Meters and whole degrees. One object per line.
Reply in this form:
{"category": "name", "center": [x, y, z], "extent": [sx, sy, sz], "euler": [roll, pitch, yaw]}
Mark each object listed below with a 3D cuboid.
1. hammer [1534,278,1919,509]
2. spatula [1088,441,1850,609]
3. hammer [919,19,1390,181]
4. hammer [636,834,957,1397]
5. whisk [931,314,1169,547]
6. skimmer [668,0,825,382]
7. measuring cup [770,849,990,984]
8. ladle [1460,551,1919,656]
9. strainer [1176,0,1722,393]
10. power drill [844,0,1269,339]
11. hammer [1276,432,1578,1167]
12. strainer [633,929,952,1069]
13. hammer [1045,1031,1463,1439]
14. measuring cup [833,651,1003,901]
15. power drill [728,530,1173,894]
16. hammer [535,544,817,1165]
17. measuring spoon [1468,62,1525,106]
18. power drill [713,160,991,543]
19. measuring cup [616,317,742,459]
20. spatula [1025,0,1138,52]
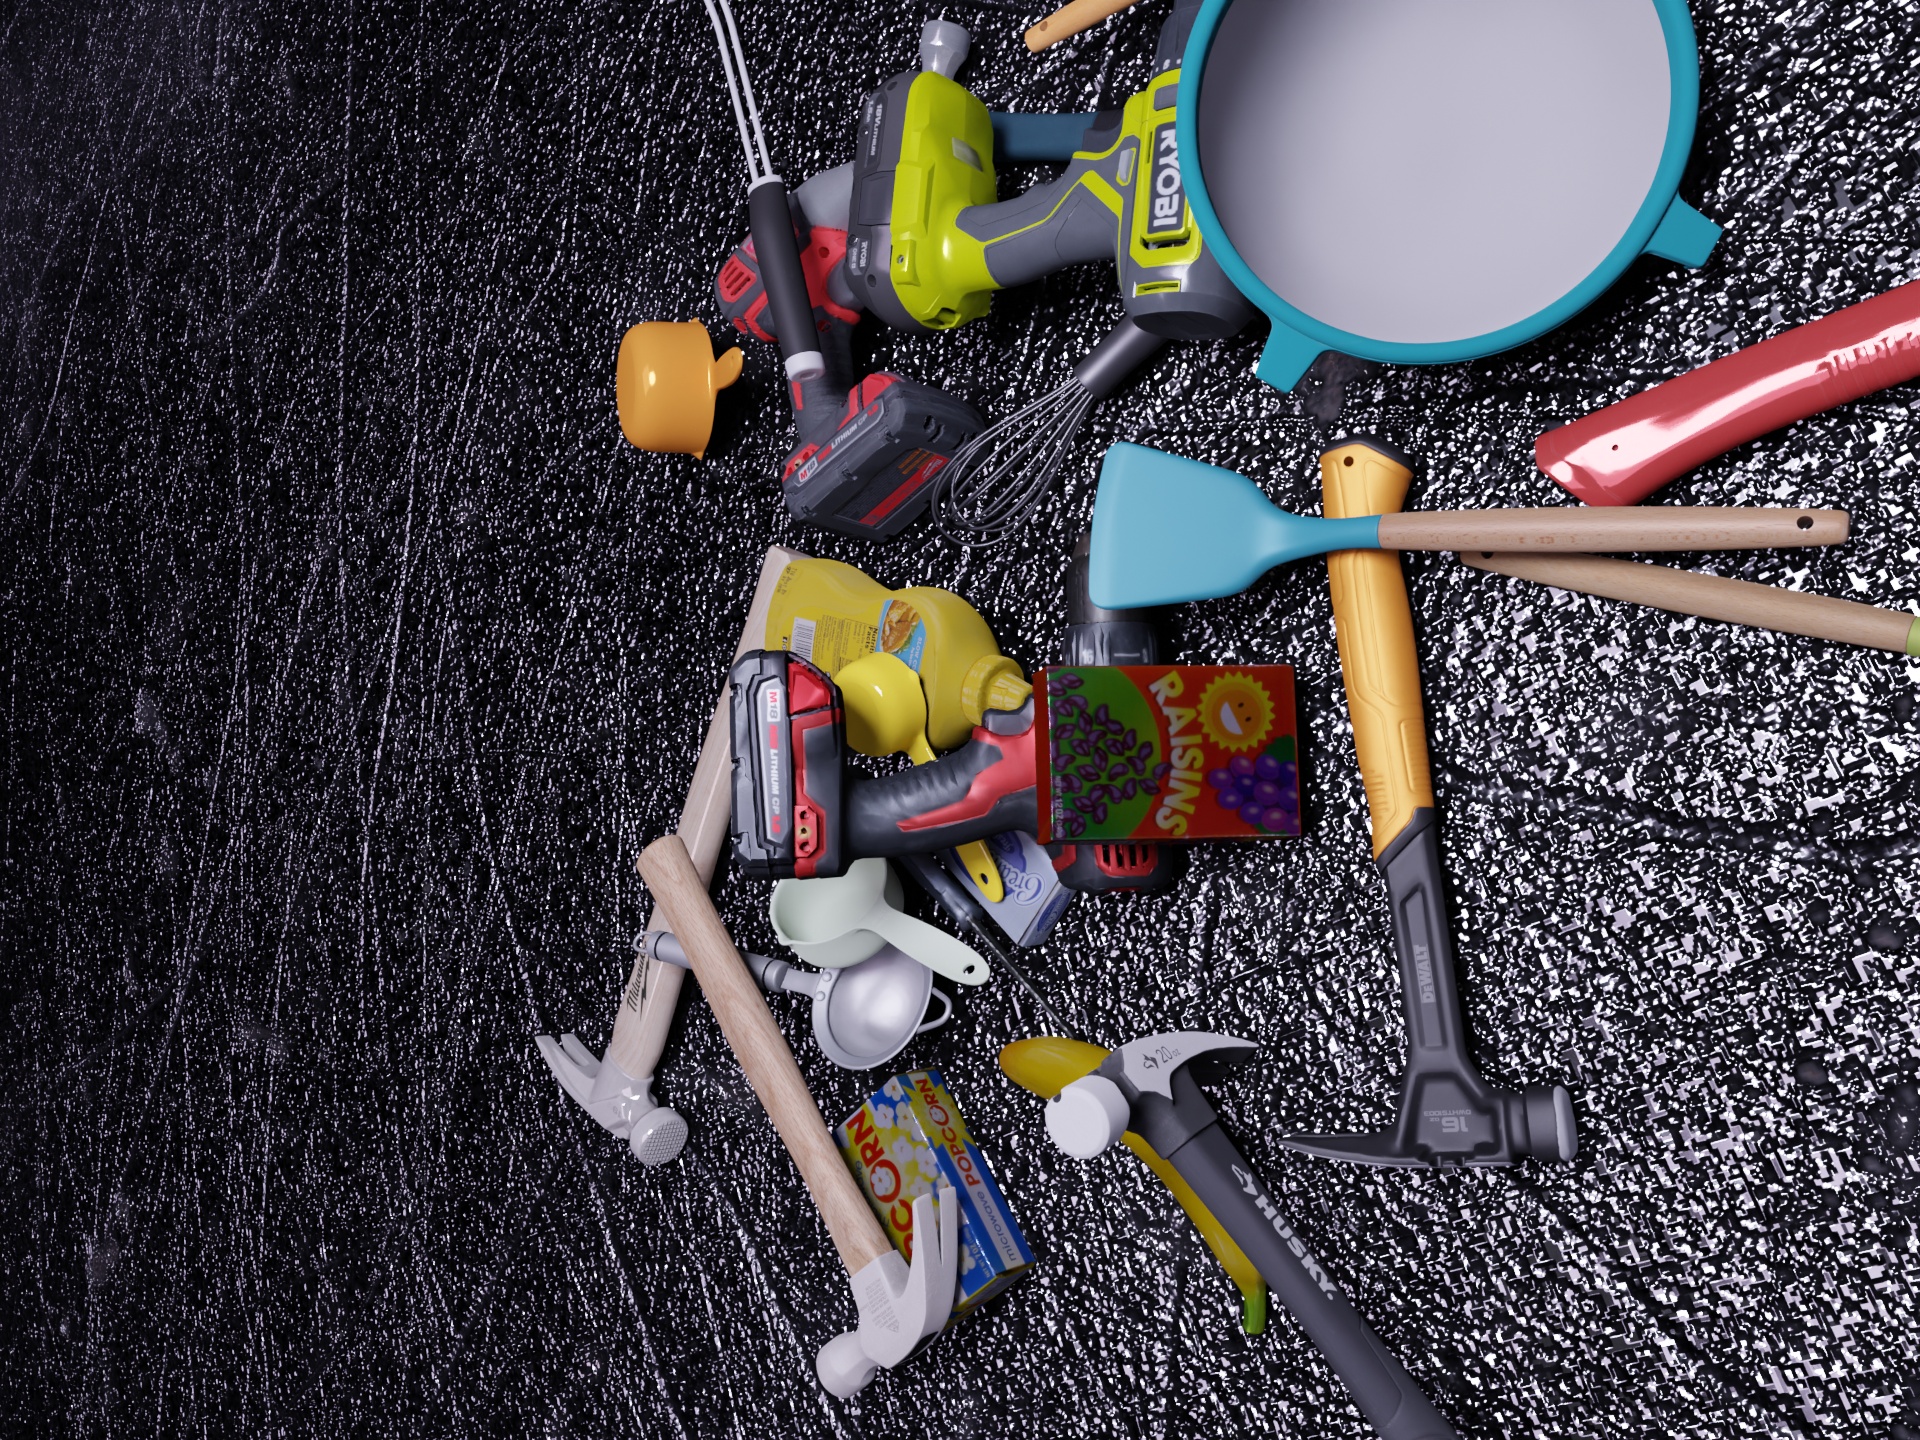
{"category": "hammer", "center": [0.390, -0.169, 0.590], "extent": [0.359, 0.036, 0.149], "euler": [-20, 73, 37]}
{"category": "spatula", "center": [0.205, -0.083, 0.692], "extent": [0.318, 0.044, 0.082], "euler": [4, 83, 35]}
{"category": "hammer", "center": [0.087, -0.319, 0.865], "extent": [0.331, 0.033, 0.128], "euler": [18, 97, 40]}
{"category": "hammer", "center": [-0.103, 0.206, 0.911], "extent": [0.130, 0.031, 0.332], "euler": [-46, 64, 31]}
{"category": "whisk", "center": [0.072, -0.181, 0.860], "extent": [0.239, 0.055, 0.055], "euler": [-42, 61, 24]}
{"category": "skimmer", "center": [-0.109, -0.372, 0.967], "extent": [0.127, 0.090, 0.363], "euler": [-22, 77, 38]}
{"category": "measuring cup", "center": [-0.038, 0.121, 0.897], "extent": [0.168, 0.038, 0.083], "euler": [22, 63, 42]}
{"category": "ladle", "center": [0.335, -0.042, 0.613], "extent": [0.320, 0.062, 0.078], "euler": [19, 91, 43]}
{"category": "strainer", "center": [0.185, -0.321, 0.699], "extent": [0.211, 0.095, 0.340], "euler": [-16, 92, 11]}
{"category": "power drill", "center": [0.055, -0.290, 0.819], "extent": [0.229, 0.080, 0.190], "euler": [5, 88, 37]}
{"category": "hammer", "center": [0.194, 0.032, 0.733], "extent": [0.127, 0.034, 0.337], "euler": [-10, 78, 29]}
{"category": "strainer", "center": [-0.102, 0.155, 0.959], "extent": [0.258, 0.050, 0.087], "euler": [8, 68, 33]}
{"category": "hammer", "center": [0.177, 0.278, 0.693], "extent": [0.035, 0.146, 0.335], "euler": [-48, 69, 27]}
{"category": "measuring cup", "center": [-0.024, 0.035, 0.874], "extent": [0.062, 0.029, 0.156], "euler": [-41, 74, 46]}
{"category": "power drill", "center": [-0.001, -0.003, 0.819], "extent": [0.226, 0.080, 0.188], "euler": [-1, 86, -1]}
{"category": "hammer", "center": [-0.180, 0.079, 1.056], "extent": [0.146, 0.038, 0.410], "euler": [29, 104, 40]}
{"category": "measuring spoon", "center": [0.217, -0.313, 0.767], "extent": [0.117, 0.011, 0.021], "euler": [28, 104, 39]}
{"category": "power drill", "center": [-0.069, -0.232, 0.966], "extent": [0.143, 0.078, 0.220], "euler": [-36, 61, 32]}
{"category": "measuring cup", "center": [-0.185, -0.222, 1.030], "extent": [0.174, 0.052, 0.095], "euler": [-172, 80, -68]}
{"category": "spatula", "center": [0.169, -0.405, 0.791], "extent": [0.322, 0.041, 0.081], "euler": [-13, 77, 37]}
